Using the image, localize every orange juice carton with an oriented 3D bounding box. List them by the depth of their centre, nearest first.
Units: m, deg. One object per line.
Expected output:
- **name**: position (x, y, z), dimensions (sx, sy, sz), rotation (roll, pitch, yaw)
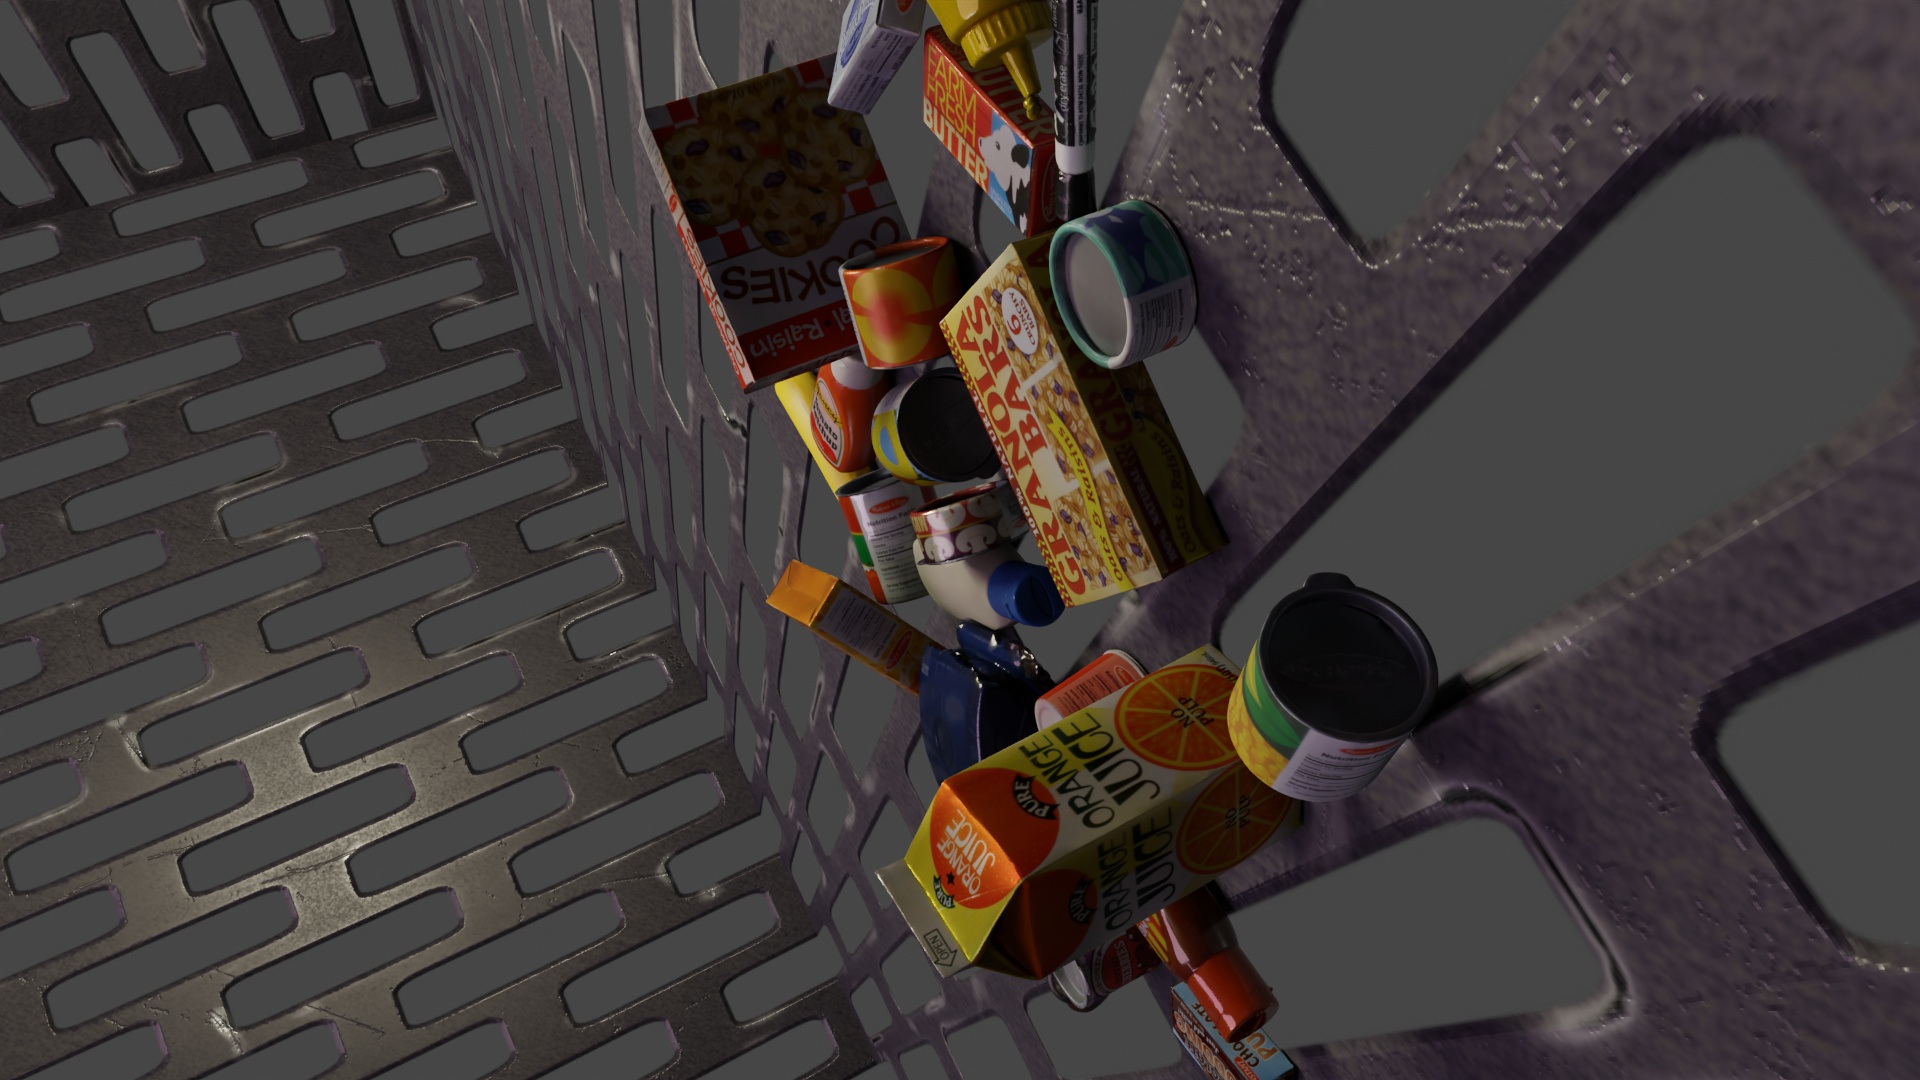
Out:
- **orange juice carton**: position (0.060, 0.130, 0.638), dimensions (0.072, 0.193, 0.072), rotation (44, 152, 47)

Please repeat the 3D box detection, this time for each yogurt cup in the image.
- **yogurt cup**: position (0.078, 0.102, 0.776), dimensions (0.072, 0.054, 0.072), rotation (53, 157, 35)

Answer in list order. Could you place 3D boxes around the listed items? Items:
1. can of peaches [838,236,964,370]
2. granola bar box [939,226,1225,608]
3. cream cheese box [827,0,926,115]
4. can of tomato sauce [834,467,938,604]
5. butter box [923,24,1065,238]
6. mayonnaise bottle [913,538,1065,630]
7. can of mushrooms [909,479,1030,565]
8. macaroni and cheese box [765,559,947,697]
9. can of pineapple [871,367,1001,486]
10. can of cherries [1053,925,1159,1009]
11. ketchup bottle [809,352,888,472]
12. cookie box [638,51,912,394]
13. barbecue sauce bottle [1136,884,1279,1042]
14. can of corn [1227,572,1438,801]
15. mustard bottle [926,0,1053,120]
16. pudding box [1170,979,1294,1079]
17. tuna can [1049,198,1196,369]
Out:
- **can of peaches**: position (-0.028, -0.134, 0.779), dimensions (0.071, 0.071, 0.058), rotation (29, 138, 62)
- **granola bar box**: position (0.055, -0.055, 0.678), dimensions (0.165, 0.039, 0.124), rotation (66, 161, 2)
- **cream cheese box**: position (-0.041, -0.257, 0.694), dimensions (0.103, 0.024, 0.053), rotation (166, 115, -71)
- **can of tomato sauce**: position (-0.042, -0.007, 0.967), dimensions (0.071, 0.071, 0.083), rotation (16, 127, 67)
- **butter box**: position (0.016, -0.193, 0.648), dimensions (0.104, 0.024, 0.052), rotation (55, 158, 31)
- **mayonnaise bottle**: position (0.018, 0.026, 0.875), dimensions (0.064, 0.041, 0.148), rotation (65, 162, -16)
- **can of mushrooms**: position (0.003, -0.010, 0.827), dimensions (0.071, 0.071, 0.033), rotation (5, 114, 69)
- **macaroni and cheese box**: position (-0.045, 0.077, 0.976), dimensions (0.166, 0.040, 0.124), rotation (34, 173, -21)
- **can of pineapple**: position (-0.013, -0.064, 0.816), dimensions (0.071, 0.071, 0.058), rotation (69, 162, -6)
- **can of cherries**: position (0.093, 0.270, 0.928), dimensions (0.072, 0.058, 0.071), rotation (54, 157, 36)
- **ketchup bottle**: position (-0.076, -0.105, 0.980), dimensions (0.065, 0.044, 0.148), rotation (62, 161, 15)
- **cookie box**: position (-0.100, -0.187, 0.821), dimensions (0.167, 0.123, 0.040), rotation (68, 162, -4)
- **barbecue sauce bottle**: position (0.124, 0.214, 0.797), dimensions (0.149, 0.044, 0.064), rotation (53, 156, 35)
- **can of corn**: position (0.140, 0.057, 0.533), dimensions (0.071, 0.071, 0.058), rotation (57, 159, 27)
- **mustard bottle**: position (0.004, -0.250, 0.575), dimensions (0.160, 0.049, 0.065), rotation (68, 162, -5)
- **pudding box**: position (0.160, 0.300, 0.819), dimensions (0.084, 0.030, 0.049), rotation (47, 154, 47)
- **tuna can**: position (0.066, -0.110, 0.591), dimensions (0.071, 0.033, 0.070), rotation (53, 157, 35)
